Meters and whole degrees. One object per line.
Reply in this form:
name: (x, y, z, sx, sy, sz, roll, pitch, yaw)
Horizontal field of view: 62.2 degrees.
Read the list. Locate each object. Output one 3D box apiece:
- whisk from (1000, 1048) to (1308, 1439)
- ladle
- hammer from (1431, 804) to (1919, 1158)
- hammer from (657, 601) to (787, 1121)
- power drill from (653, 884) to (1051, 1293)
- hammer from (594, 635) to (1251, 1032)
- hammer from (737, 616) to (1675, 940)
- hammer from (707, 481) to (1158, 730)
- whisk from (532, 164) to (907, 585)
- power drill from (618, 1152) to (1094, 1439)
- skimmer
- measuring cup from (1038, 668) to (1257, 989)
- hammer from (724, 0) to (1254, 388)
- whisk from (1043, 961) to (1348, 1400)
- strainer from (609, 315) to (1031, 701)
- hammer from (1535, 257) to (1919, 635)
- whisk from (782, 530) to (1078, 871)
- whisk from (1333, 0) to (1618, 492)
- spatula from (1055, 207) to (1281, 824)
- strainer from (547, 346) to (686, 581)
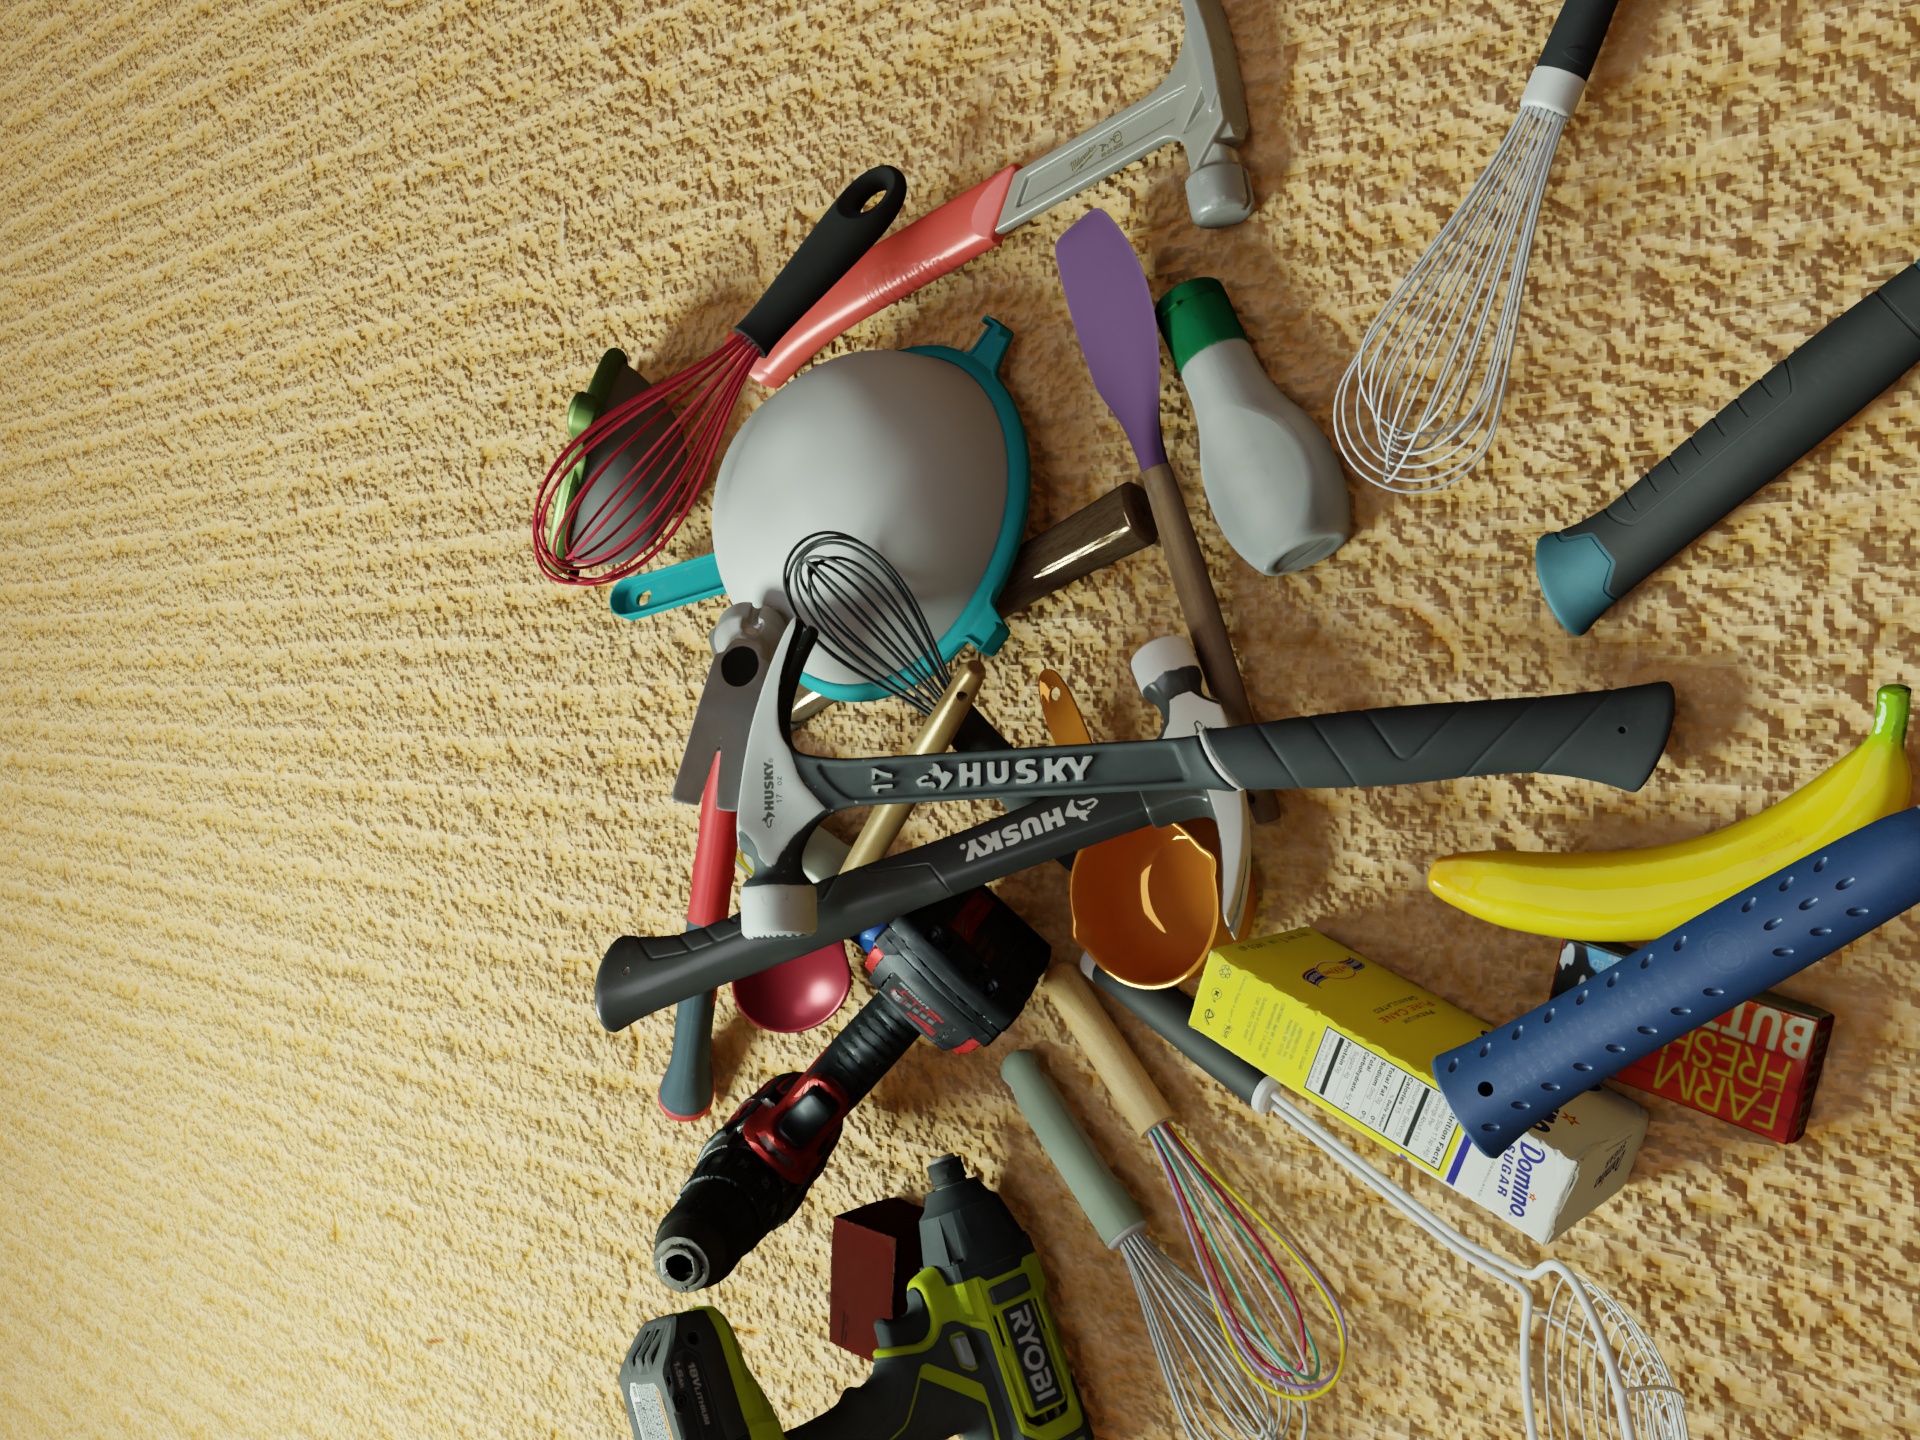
whisk: (0.091, 0.271, 0.818, 0.059, 0.057, 0.247, -35, 61, -1)
ladle: (-0.053, 0.075, 0.856, 0.031, 0.069, 0.315, -79, 15, -46)
hammer: (0.341, 0.029, 0.542, 0.405, 0.035, 0.144, -37, 66, 20)
hammer: (-0.148, 0.124, 0.915, 0.143, 0.038, 0.386, -84, 6, -49)
power drill: (-0.064, 0.191, 0.834, 0.080, 0.188, 0.226, 43, 106, 3)
hammer: (-0.022, 0.081, 0.762, 0.335, 0.035, 0.146, -21, 60, 7)
hammer: (0.094, 0.014, 0.700, 0.409, 0.036, 0.149, -5, 80, 14)
hammer: (-0.023, -0.048, 0.912, 0.331, 0.031, 0.130, -25, 75, 38)
whisk: (-0.127, -0.191, 0.862, 0.073, 0.073, 0.296, 35, 82, 34)
power drill: (-0.051, 0.334, 0.820, 0.080, 0.223, 0.171, -39, 67, 54)
skimmer: (0.166, 0.222, 0.718, 0.364, 0.090, 0.127, 36, 145, 37)
measuring cup: (0.089, 0.050, 0.806, 0.095, 0.052, 0.174, -36, 66, 35)
hammer: (-0.004, -0.281, 0.886, 0.359, 0.036, 0.149, -17, 80, 39)
whisk: (0.108, 0.225, 0.799, 0.047, 0.051, 0.245, -52, 56, 30)
strainer: (-0.119, -0.112, 0.920, 0.340, 0.095, 0.211, -11, 70, 38)
hammer: (0.349, -0.150, 0.590, 0.331, 0.033, 0.128, -45, 62, 32)
whisk: (-0.001, -0.003, 0.815, 0.055, 0.055, 0.238, -32, 108, 37)
whisk: (0.238, -0.232, 0.672, 0.070, 0.070, 0.284, 30, 105, 36)
spatula: (0.106, -0.102, 0.786, 0.060, 0.018, 0.316, -22, 83, 56)
strainer: (-0.205, -0.160, 0.982, 0.256, 0.069, 0.151, 179, 106, -79)
